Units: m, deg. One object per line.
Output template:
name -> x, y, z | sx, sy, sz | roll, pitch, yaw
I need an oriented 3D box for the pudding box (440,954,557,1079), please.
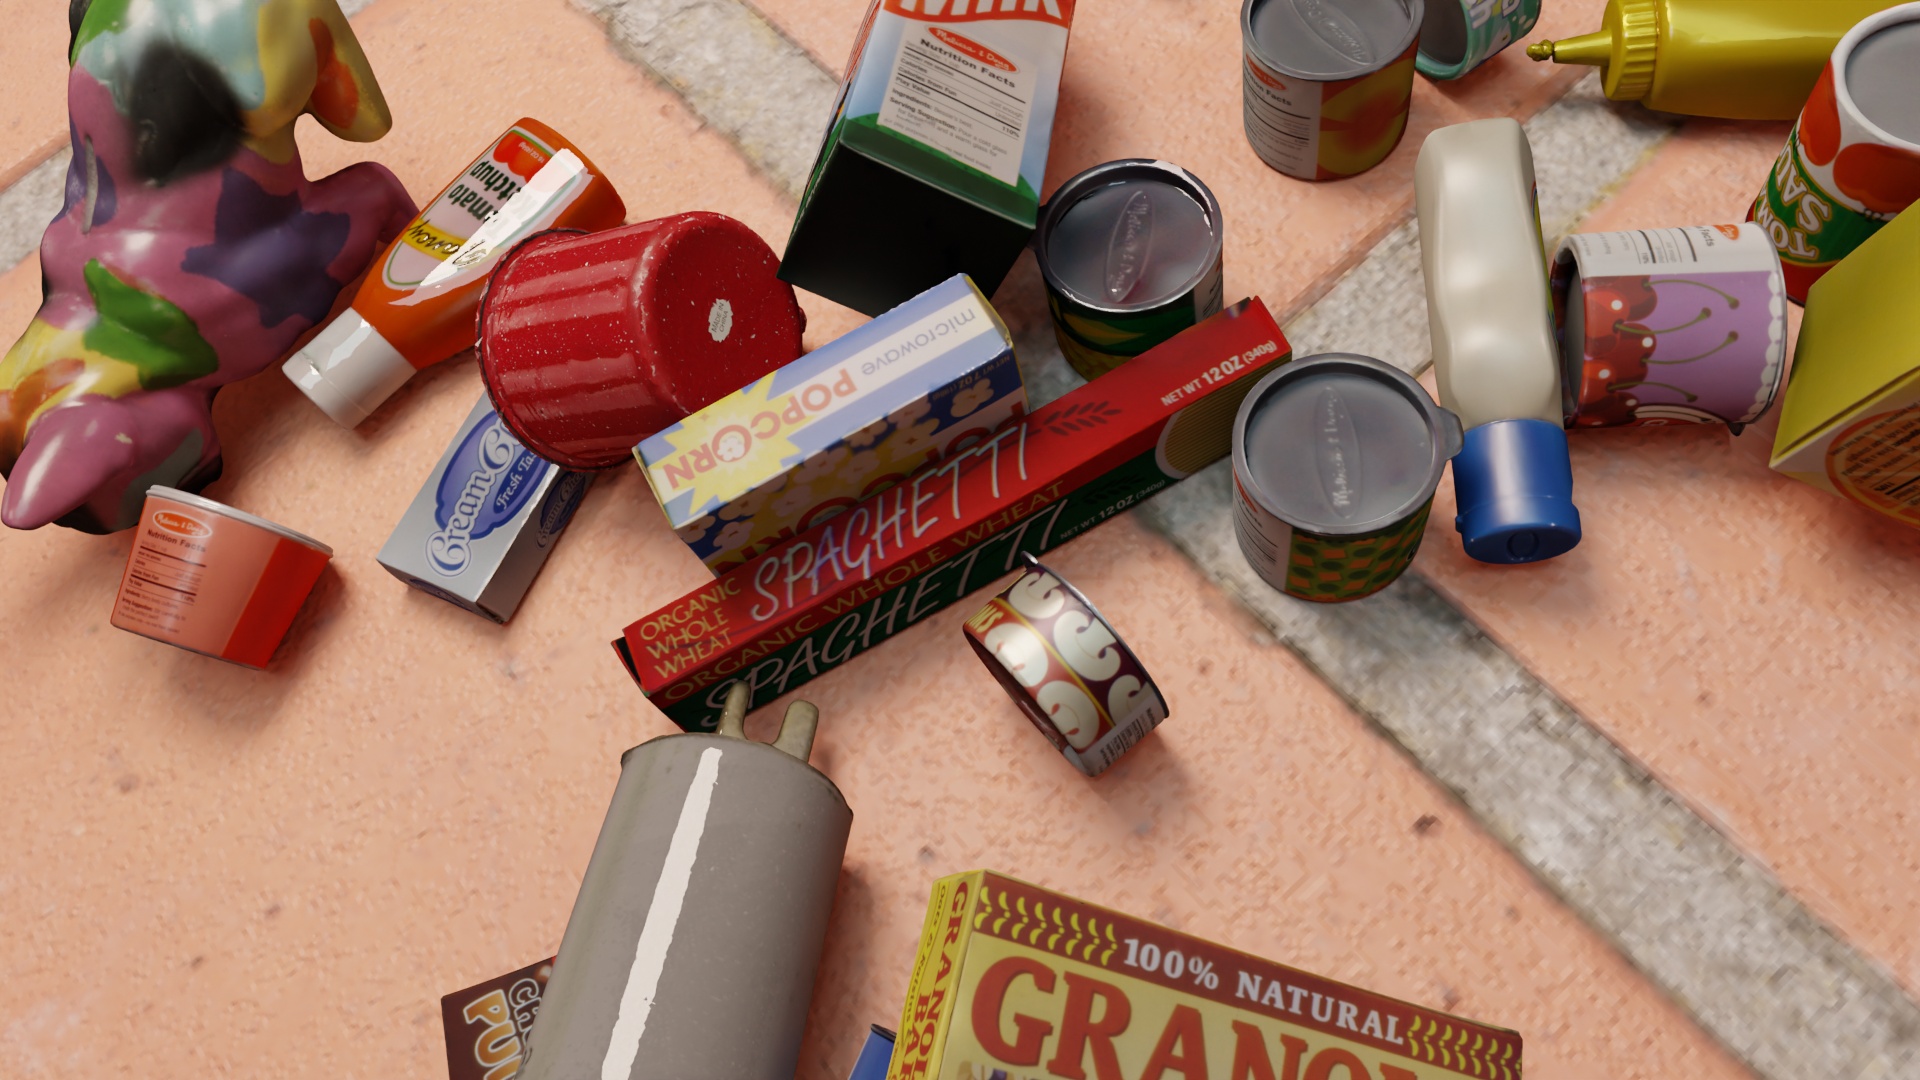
pudding box -> -0.130, 0.178, 0.435 | 0.050, 0.030, 0.084 | -19, 63, 1

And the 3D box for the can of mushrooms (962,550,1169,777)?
can of mushrooms -> 0.032, 0.040, 0.448 | 0.033, 0.071, 0.071 | -40, 64, -7

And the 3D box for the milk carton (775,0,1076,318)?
milk carton -> -0.006, -0.173, 0.530 | 0.073, 0.072, 0.191 | 21, 53, -14

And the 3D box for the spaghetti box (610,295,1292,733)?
spaghetti box -> 0.002, -0.006, 0.486 | 0.250, 0.050, 0.029 | -28, 62, -2

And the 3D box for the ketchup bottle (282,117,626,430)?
ketchup bottle -> -0.213, -0.110, 0.583 | 0.065, 0.043, 0.149 | 38, 78, 24

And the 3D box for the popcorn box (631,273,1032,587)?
popcorn box -> -0.037, -0.030, 0.485 | 0.127, 0.085, 0.038 | -28, 64, -3

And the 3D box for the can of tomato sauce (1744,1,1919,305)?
can of tomato sauce -> 0.308, -0.125, 0.462 | 0.071, 0.082, 0.071 | -4, 64, 9

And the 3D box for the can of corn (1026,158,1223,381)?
can of corn -> 0.061, -0.096, 0.512 | 0.071, 0.058, 0.071 | -4, 64, 9

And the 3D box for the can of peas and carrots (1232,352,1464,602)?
can of peas and carrots -> 0.126, -0.020, 0.462 | 0.071, 0.058, 0.071 | -4, 64, 9

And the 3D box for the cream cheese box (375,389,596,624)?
cream cheese box -> -0.177, -0.023, 0.545 | 0.053, 0.024, 0.104 | 18, 70, 20

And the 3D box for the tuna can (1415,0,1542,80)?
tuna can -> 0.190, -0.215, 0.537 | 0.033, 0.071, 0.071 | -34, 63, -3

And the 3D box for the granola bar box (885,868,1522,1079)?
granola bar box -> 0.060, 0.168, 0.355 | 0.165, 0.039, 0.124 | 20, 67, -13

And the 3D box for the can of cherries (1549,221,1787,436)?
can of cherries -> 0.231, -0.068, 0.462 | 0.058, 0.071, 0.072 | -2, 65, 11

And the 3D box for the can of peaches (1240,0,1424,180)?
can of peaches -> 0.144, -0.184, 0.538 | 0.071, 0.058, 0.071 | -5, 63, 9

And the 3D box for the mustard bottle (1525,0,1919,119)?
mustard bottle -> 0.294, -0.188, 0.515 | 0.160, 0.048, 0.065 | -1, 65, 12

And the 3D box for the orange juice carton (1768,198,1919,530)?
orange juice carton -> 0.349, -0.027, 0.399 | 0.193, 0.072, 0.072 | 23, 70, 4

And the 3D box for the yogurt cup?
yogurt cup -> -0.282, 0.016, 0.526 | 0.072, 0.072, 0.054 | 14, 77, 17

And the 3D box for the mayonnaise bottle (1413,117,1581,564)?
mayonnaise bottle -> 0.182, -0.067, 0.473 | 0.041, 0.064, 0.148 | -6, 67, 18

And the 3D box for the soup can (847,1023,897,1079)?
soup can -> -0.011, 0.189, 0.385 | 0.071, 0.071, 0.084 | 19, 71, 19
